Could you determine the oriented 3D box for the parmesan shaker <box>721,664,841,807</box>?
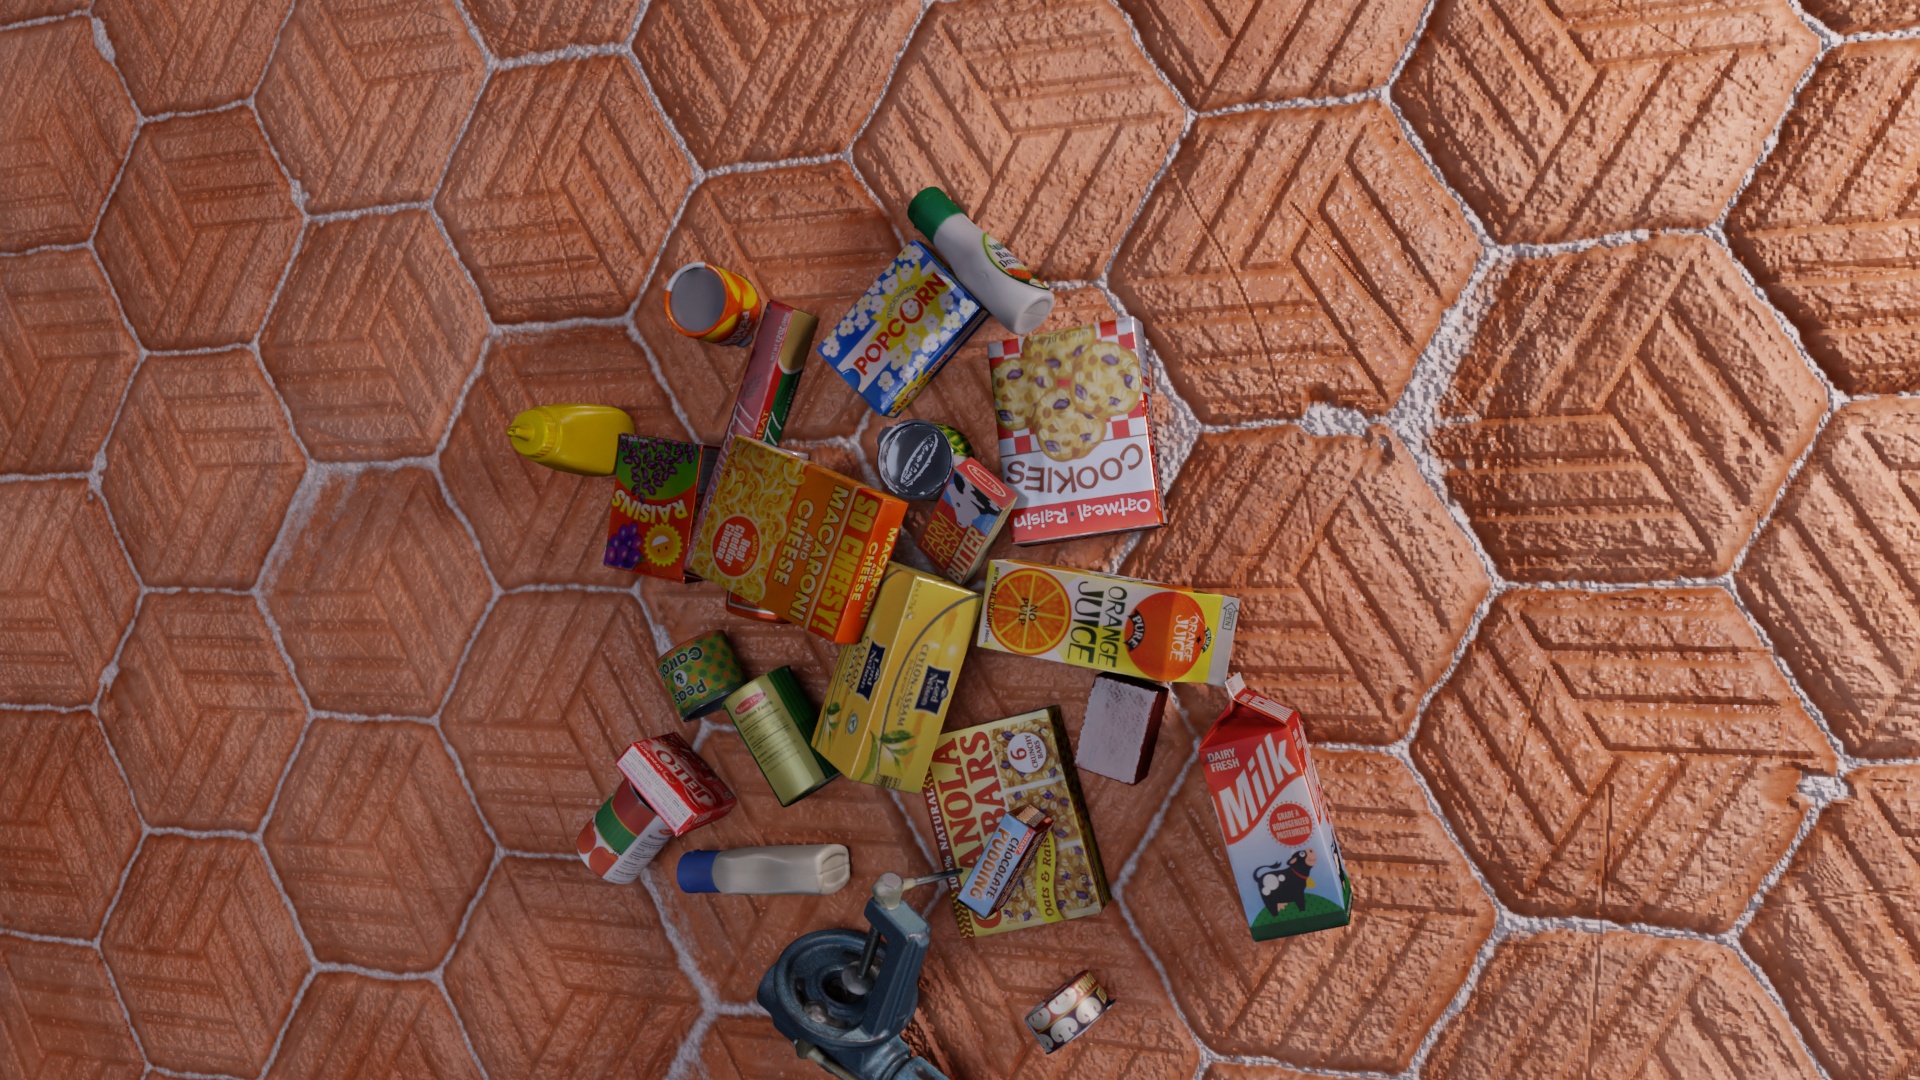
[{"bbox_3d":[-0.151,0.168,1.185,0.071,0.071,0.103,-35,80,16],"label":"parmesan shaker"}]

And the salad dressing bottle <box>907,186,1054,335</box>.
[{"bbox_3d":[0.014,-0.231,1.137,0.148,0.064,0.043,48,118,21],"label":"salad dressing bottle"}]

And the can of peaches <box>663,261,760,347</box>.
[{"bbox_3d":[-0.216,-0.204,1.214,0.071,0.058,0.071,0,89,19],"label":"can of peaches"}]

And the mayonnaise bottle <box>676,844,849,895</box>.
[{"bbox_3d":[-0.172,0.284,1.195,0.148,0.065,0.041,-7,85,23],"label":"mayonnaise bottle"}]

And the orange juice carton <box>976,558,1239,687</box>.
[{"bbox_3d":[0.118,0.064,1.089,0.193,0.073,0.071,9,93,18],"label":"orange juice carton"}]

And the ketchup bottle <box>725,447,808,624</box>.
[{"bbox_3d":[-0.161,-0.005,1.201,0.065,0.043,0.148,11,93,25],"label":"ketchup bottle"}]

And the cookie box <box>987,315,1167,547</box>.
[{"bbox_3d":[0.094,-0.085,1.117,0.123,0.040,0.167,-8,86,19],"label":"cookie box"}]

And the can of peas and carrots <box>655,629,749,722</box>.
[{"bbox_3d":[-0.225,0.118,1.207,0.071,0.071,0.059,-31,80,16],"label":"can of peas and carrots"}]

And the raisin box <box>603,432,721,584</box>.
[{"bbox_3d":[-0.266,-0.029,1.240,0.086,0.040,0.123,10,93,18],"label":"raisin box"}]

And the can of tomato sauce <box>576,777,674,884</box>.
[{"bbox_3d":[-0.291,0.251,1.232,0.071,0.071,0.083,44,104,14],"label":"can of tomato sauce"}]

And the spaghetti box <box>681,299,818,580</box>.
[{"bbox_3d":[-0.183,-0.083,1.206,0.029,0.050,0.249,21,96,19],"label":"spaghetti box"}]

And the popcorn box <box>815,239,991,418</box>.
[{"bbox_3d":[-0.047,-0.177,1.167,0.085,0.038,0.126,46,103,13],"label":"popcorn box"}]

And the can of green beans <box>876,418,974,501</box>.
[{"bbox_3d":[-0.028,-0.066,1.148,0.071,0.058,0.071,0,90,19],"label":"can of green beans"}]

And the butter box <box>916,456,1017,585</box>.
[{"bbox_3d":[0.004,-0.014,1.128,0.053,0.024,0.103,42,137,14],"label":"butter box"}]

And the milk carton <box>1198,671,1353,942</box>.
[{"bbox_3d":[0.232,0.194,1.047,0.073,0.072,0.190,-17,85,18],"label":"milk carton"}]

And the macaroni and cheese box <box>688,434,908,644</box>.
[{"bbox_3d":[-0.133,-0.003,1.133,0.166,0.040,0.123,23,96,31],"label":"macaroni and cheese box"}]

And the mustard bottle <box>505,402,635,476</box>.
[{"bbox_3d":[-0.343,-0.091,1.203,0.049,0.160,0.065,2,90,20],"label":"mustard bottle"}]

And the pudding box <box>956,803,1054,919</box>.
[{"bbox_3d":[0.035,0.250,1.085,0.030,0.050,0.083,32,100,18],"label":"pudding box"}]

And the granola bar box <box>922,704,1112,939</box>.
[{"bbox_3d":[0.041,0.228,1.132,0.124,0.039,0.165,-17,84,18],"label":"granola bar box"}]

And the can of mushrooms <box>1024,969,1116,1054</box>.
[{"bbox_3d":[0.087,0.372,1.101,0.071,0.071,0.033,-41,76,15],"label":"can of mushrooms"}]
